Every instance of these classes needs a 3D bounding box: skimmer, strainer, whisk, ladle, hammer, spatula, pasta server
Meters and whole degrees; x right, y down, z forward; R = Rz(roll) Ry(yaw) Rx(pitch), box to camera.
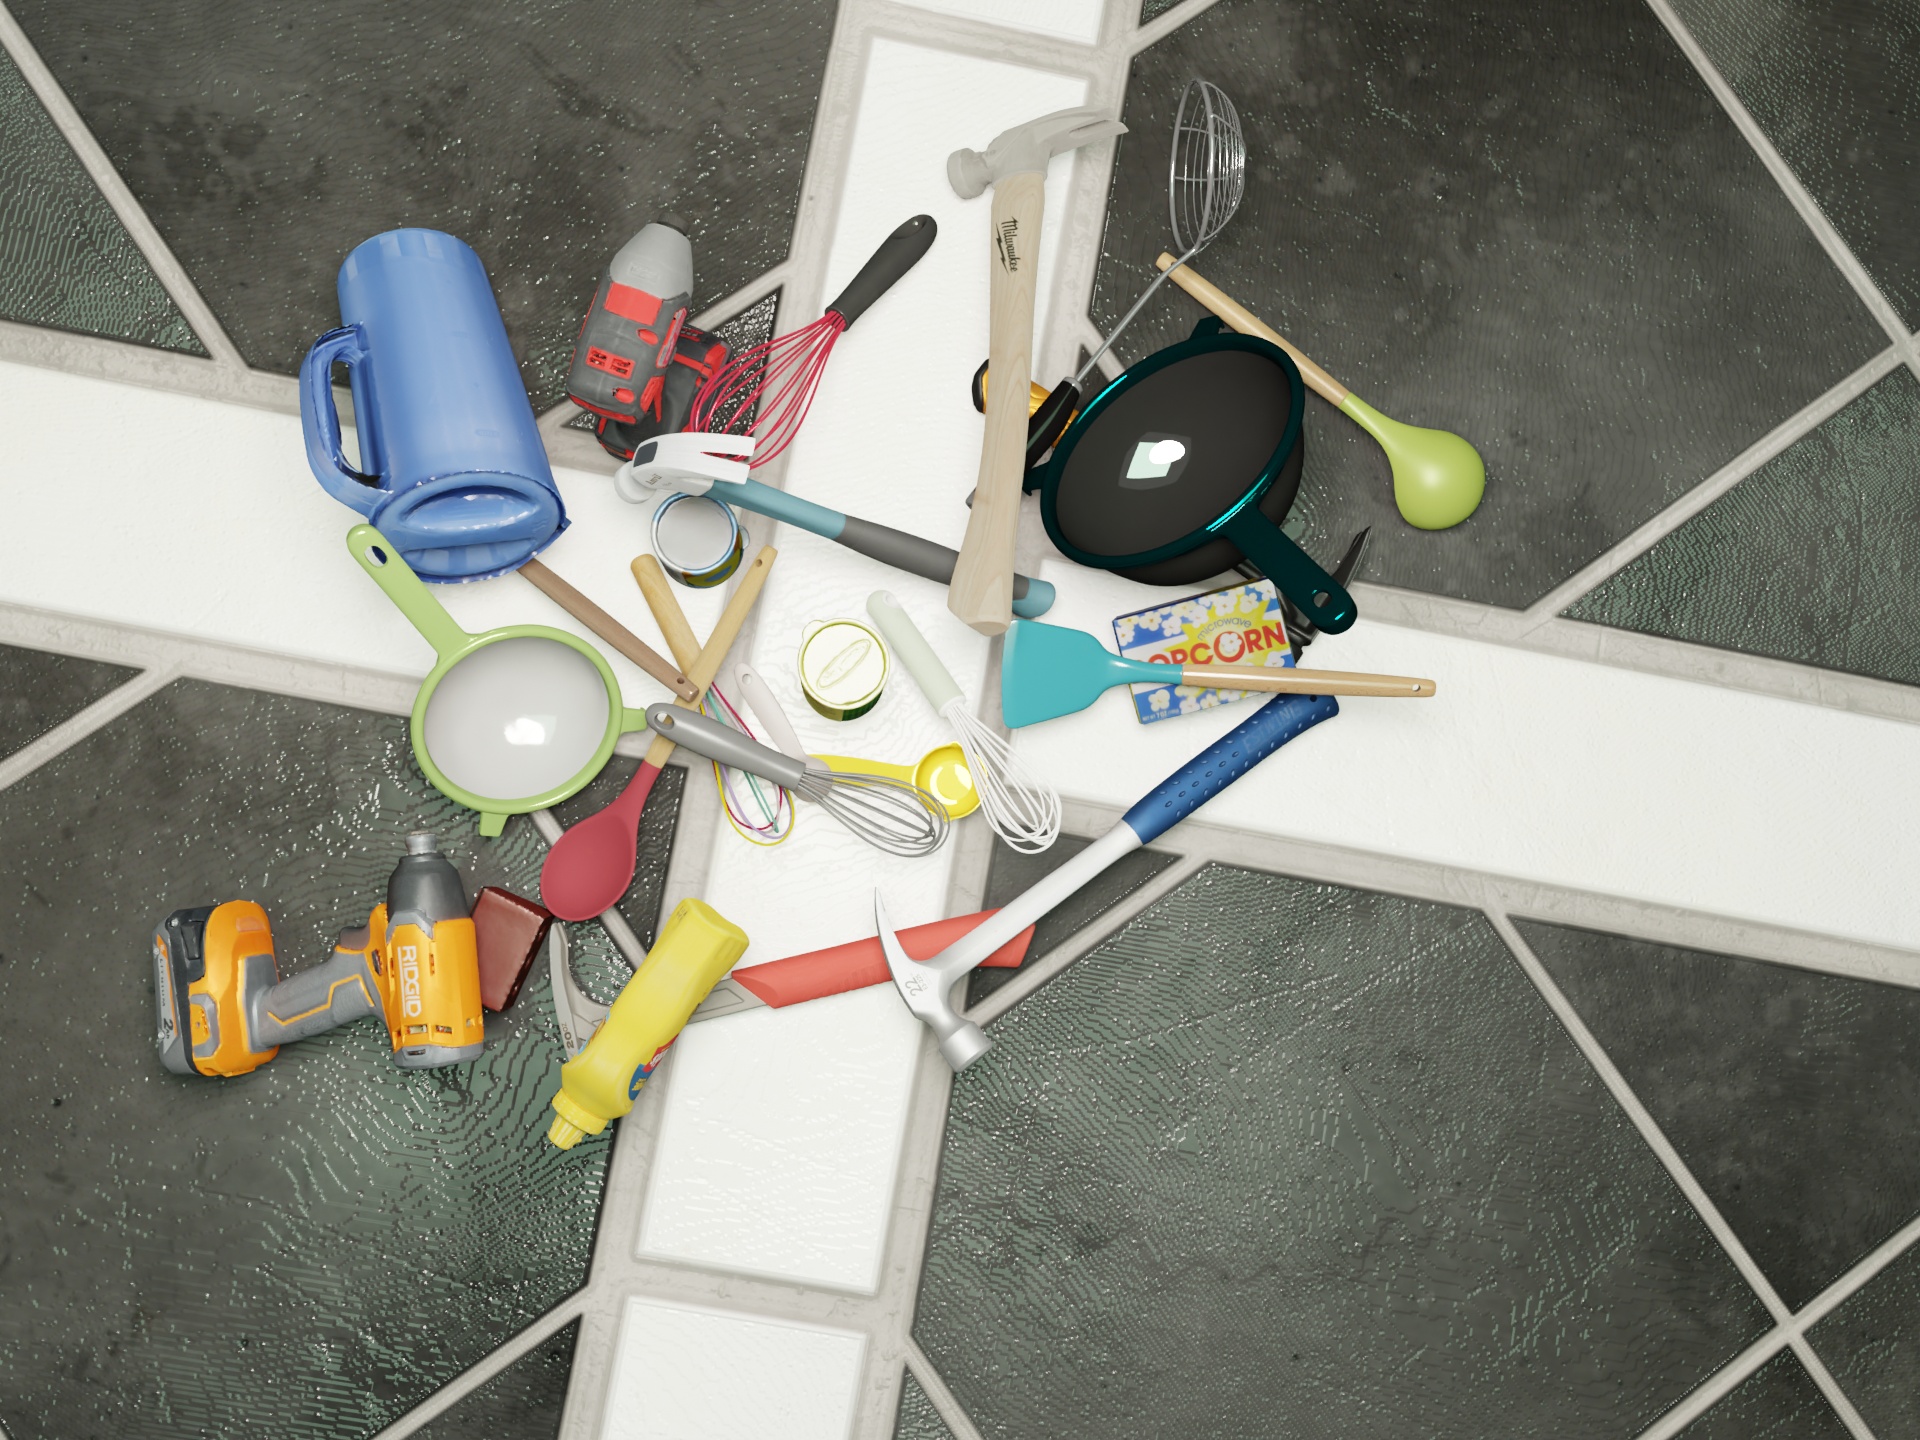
[{"bbox_3d":[0.099,-0.318,1.205,0.090,0.127,0.363,38,86,-4],"label":"skimmer"},{"bbox_3d":[0.192,-0.137,1.111,0.211,0.341,0.095,-40,131,7],"label":"strainer"},{"bbox_3d":[-0.002,-0.004,1.188,0.059,0.057,0.246,-48,65,30],"label":"whisk"},{"bbox_3d":[-0.217,0.009,1.179,0.069,0.031,0.315,31,93,16],"label":"ladle"},{"bbox_3d":[-0.118,0.039,1.164,0.239,0.055,0.055,24,84,-9],"label":"whisk"},{"bbox_3d":[-0.122,0.184,1.195,0.359,0.036,0.149,-13,86,-5],"label":"hammer"},{"bbox_3d":[0.157,-0.185,1.248,0.337,0.034,0.127,34,84,0],"label":"hammer"},{"bbox_3d":[0.044,-0.261,1.167,0.146,0.038,0.411,-7,69,34],"label":"hammer"},{"bbox_3d":[0.190,-0.029,1.177,0.317,0.044,0.082,3,99,7],"label":"spatula"},{"bbox_3d":[0.117,0.085,1.197,0.405,0.035,0.144,-35,77,-13],"label":"hammer"},{"bbox_3d":[0.282,-0.267,1.267,0.320,0.062,0.078,40,85,7],"label":"ladle"},{"bbox_3d":[-0.079,-0.137,1.163,0.330,0.128,0.033,17,76,-26],"label":"hammer"},{"bbox_3d":[-0.193,-0.016,1.205,0.047,0.051,0.245,-27,84,0],"label":"whisk"},{"bbox_3d":[-0.317,-0.114,1.181,0.316,0.040,0.060,37,64,11],"label":"pasta server"},{"bbox_3d":[-0.353,-0.047,1.139,0.151,0.069,0.256,-37,125,-6],"label":"strainer"},{"bbox_3d":[-0.105,-0.291,1.200,0.073,0.073,0.296,38,65,0],"label":"whisk"}]

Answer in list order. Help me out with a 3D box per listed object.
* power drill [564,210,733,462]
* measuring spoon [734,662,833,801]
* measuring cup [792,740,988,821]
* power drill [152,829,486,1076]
[{"bbox_3d":[-0.220,-0.264,1.135,0.078,0.219,0.143,19,84,-3],"label":"power drill"},{"bbox_3d":[-0.139,0.008,1.213,0.034,0.018,0.124,-34,83,6],"label":"measuring spoon"},{"bbox_3d":[-0.055,0.042,1.223,0.156,0.029,0.062,6,87,8],"label":"measuring cup"},{"bbox_3d":[-0.448,0.168,1.124,0.226,0.084,0.164,-7,85,12],"label":"power drill"}]
